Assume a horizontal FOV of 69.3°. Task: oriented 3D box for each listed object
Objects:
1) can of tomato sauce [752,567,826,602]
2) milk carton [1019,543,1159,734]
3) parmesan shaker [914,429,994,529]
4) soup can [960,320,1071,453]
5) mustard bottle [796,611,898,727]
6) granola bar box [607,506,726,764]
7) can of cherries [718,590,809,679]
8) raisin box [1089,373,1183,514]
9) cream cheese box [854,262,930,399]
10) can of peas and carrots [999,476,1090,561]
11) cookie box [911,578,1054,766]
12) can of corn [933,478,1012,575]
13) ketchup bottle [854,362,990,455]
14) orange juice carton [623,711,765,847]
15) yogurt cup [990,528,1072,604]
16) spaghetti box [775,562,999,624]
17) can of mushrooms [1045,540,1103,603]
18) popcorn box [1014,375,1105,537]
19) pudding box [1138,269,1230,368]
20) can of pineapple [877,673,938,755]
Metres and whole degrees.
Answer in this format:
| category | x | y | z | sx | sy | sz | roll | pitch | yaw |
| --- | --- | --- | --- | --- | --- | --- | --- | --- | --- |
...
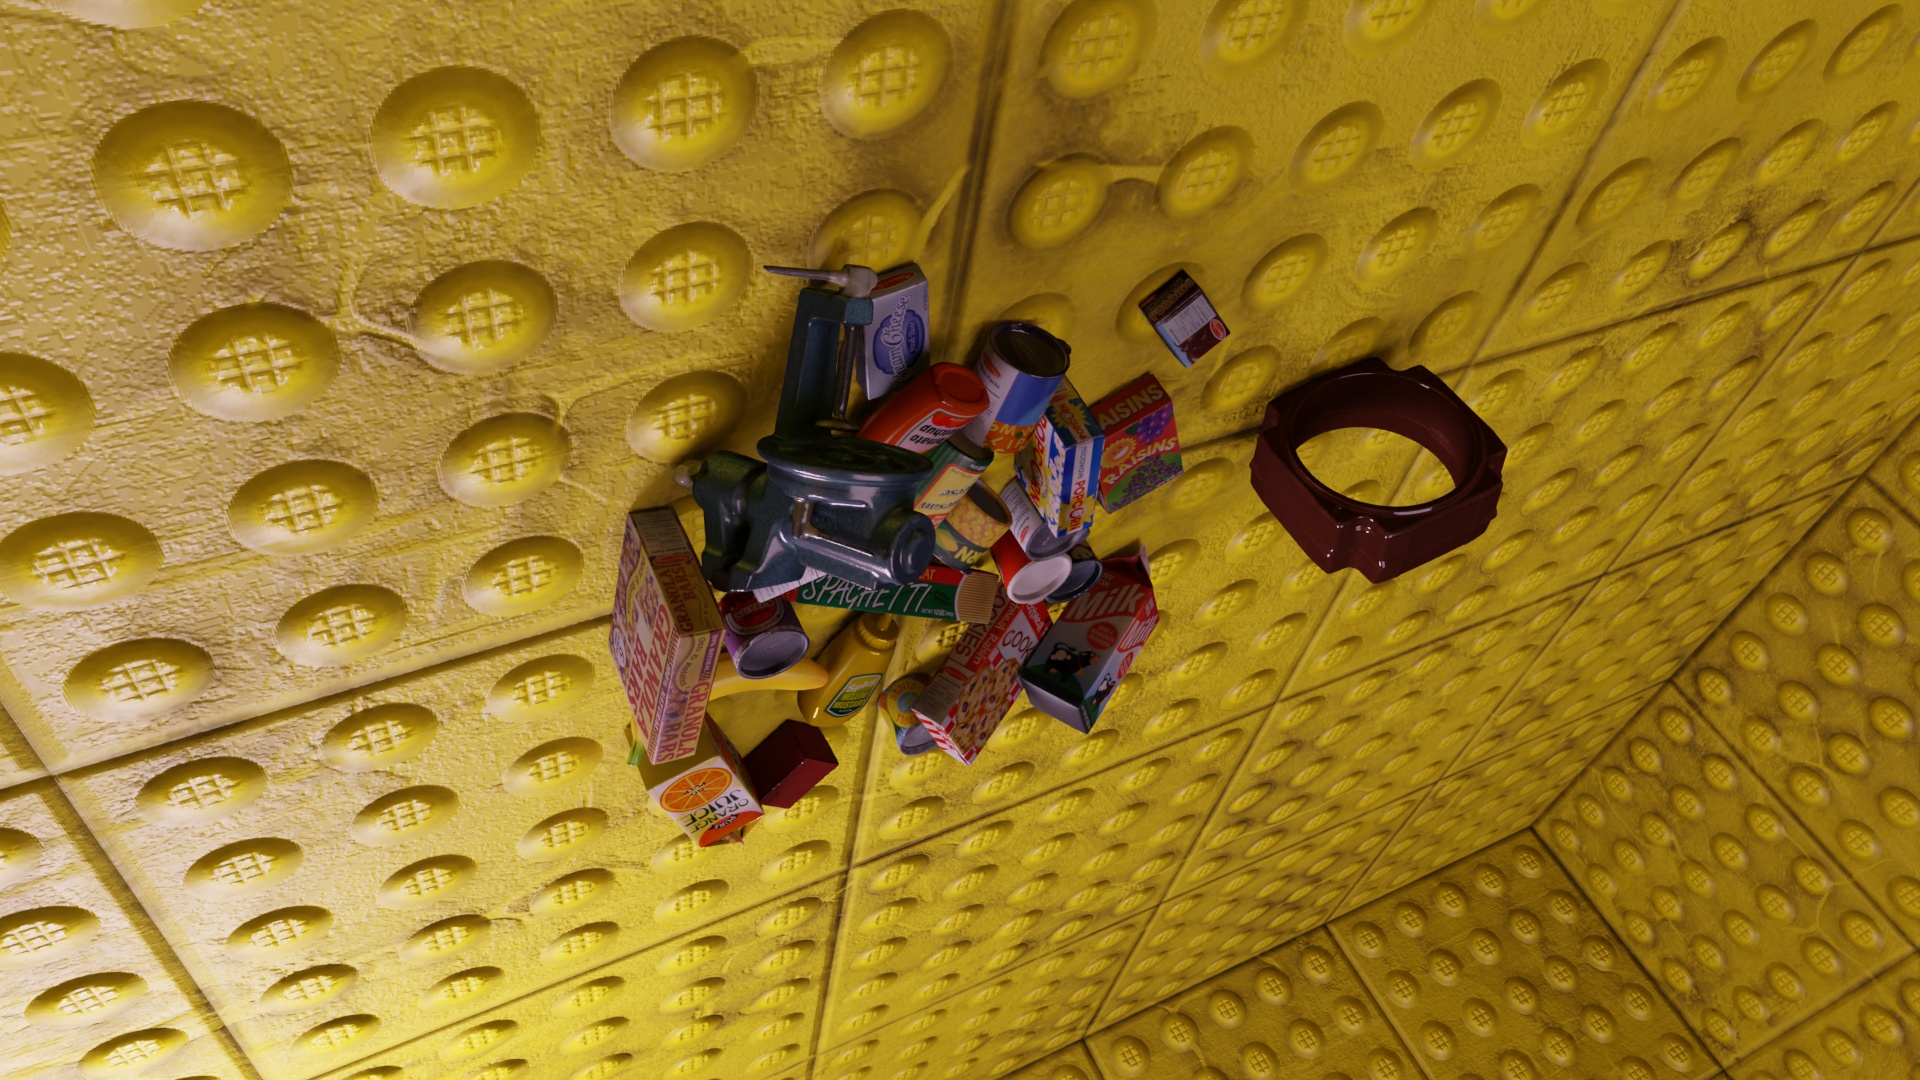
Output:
| category | x | y | z | sx | sy | sz | roll | pitch | yaw |
| --- | --- | --- | --- | --- | --- | --- | --- | --- | --- |
| can of tomato sauce | -0.136 | 0.002 | 1.107 | 0.083 | 0.071 | 0.071 | -24 | 148 | -7 |
| milk carton | 0.145 | 0.094 | 1.430 | 0.191 | 0.073 | 0.072 | -54 | 153 | -19 |
| parmesan shaker | -0.029 | -0.050 | 1.124 | 0.071 | 0.071 | 0.102 | 9 | 130 | -46 |
| soup can | 0.042 | -0.120 | 1.090 | 0.071 | 0.071 | 0.083 | -8 | 142 | -33 |
| mustard bottle | -0.098 | 0.112 | 1.307 | 0.065 | 0.049 | 0.159 | -2 | 138 | -42 |
| granola bar box | -0.229 | 0.074 | 1.072 | 0.039 | 0.124 | 0.164 | -10 | 142 | -29 |
| can of cherries | -0.170 | 0.075 | 1.185 | 0.071 | 0.058 | 0.071 | -21 | 147 | -14 |
| raisin box | 0.153 | -0.086 | 1.258 | 0.086 | 0.040 | 0.123 | -29 | 150 | -2 |
| cream cheese box | -0.051 | -0.150 | 1.009 | 0.053 | 0.024 | 0.103 | -21 | 147 | -15 |
| can of peas and carrots | 0.076 | -0.024 | 1.259 | 0.071 | 0.059 | 0.070 | -23 | 148 | -15 |
| cookie box | 0.029 | 0.129 | 1.384 | 0.168 | 0.040 | 0.122 | -54 | 152 | -15 |
| can of corn | 0.004 | -0.015 | 1.198 | 0.058 | 0.071 | 0.071 | -46 | 146 | 20 |
| ketchup bottle | -0.048 | -0.080 | 1.062 | 0.148 | 0.043 | 0.065 | -35 | 158 | 36 |
| orange juice carton | -0.245 | 0.229 | 1.323 | 0.073 | 0.072 | 0.191 | -27 | 148 | -6 |
| yogurt cup | 0.064 | 0.018 | 1.310 | 0.072 | 0.054 | 0.072 | -22 | 147 | -15 |
| spaghetti box | -0.060 | 0.040 | 1.239 | 0.250 | 0.029 | 0.050 | 10 | 93 | -47 |
| can of mushrooms | 0.105 | 0.029 | 1.381 | 0.071 | 0.033 | 0.070 | -22 | 148 | -15 |
| popcorn box | 0.082 | -0.073 | 1.170 | 0.038 | 0.085 | 0.126 | -21 | 147 | -15 |
| pudding box | 0.188 | -0.184 | 1.161 | 0.049 | 0.030 | 0.083 | -39 | 148 | 10 |
| can of pineapple | -0.046 | 0.179 | 1.436 | 0.071 | 0.058 | 0.070 | -22 | 147 | -15 |
